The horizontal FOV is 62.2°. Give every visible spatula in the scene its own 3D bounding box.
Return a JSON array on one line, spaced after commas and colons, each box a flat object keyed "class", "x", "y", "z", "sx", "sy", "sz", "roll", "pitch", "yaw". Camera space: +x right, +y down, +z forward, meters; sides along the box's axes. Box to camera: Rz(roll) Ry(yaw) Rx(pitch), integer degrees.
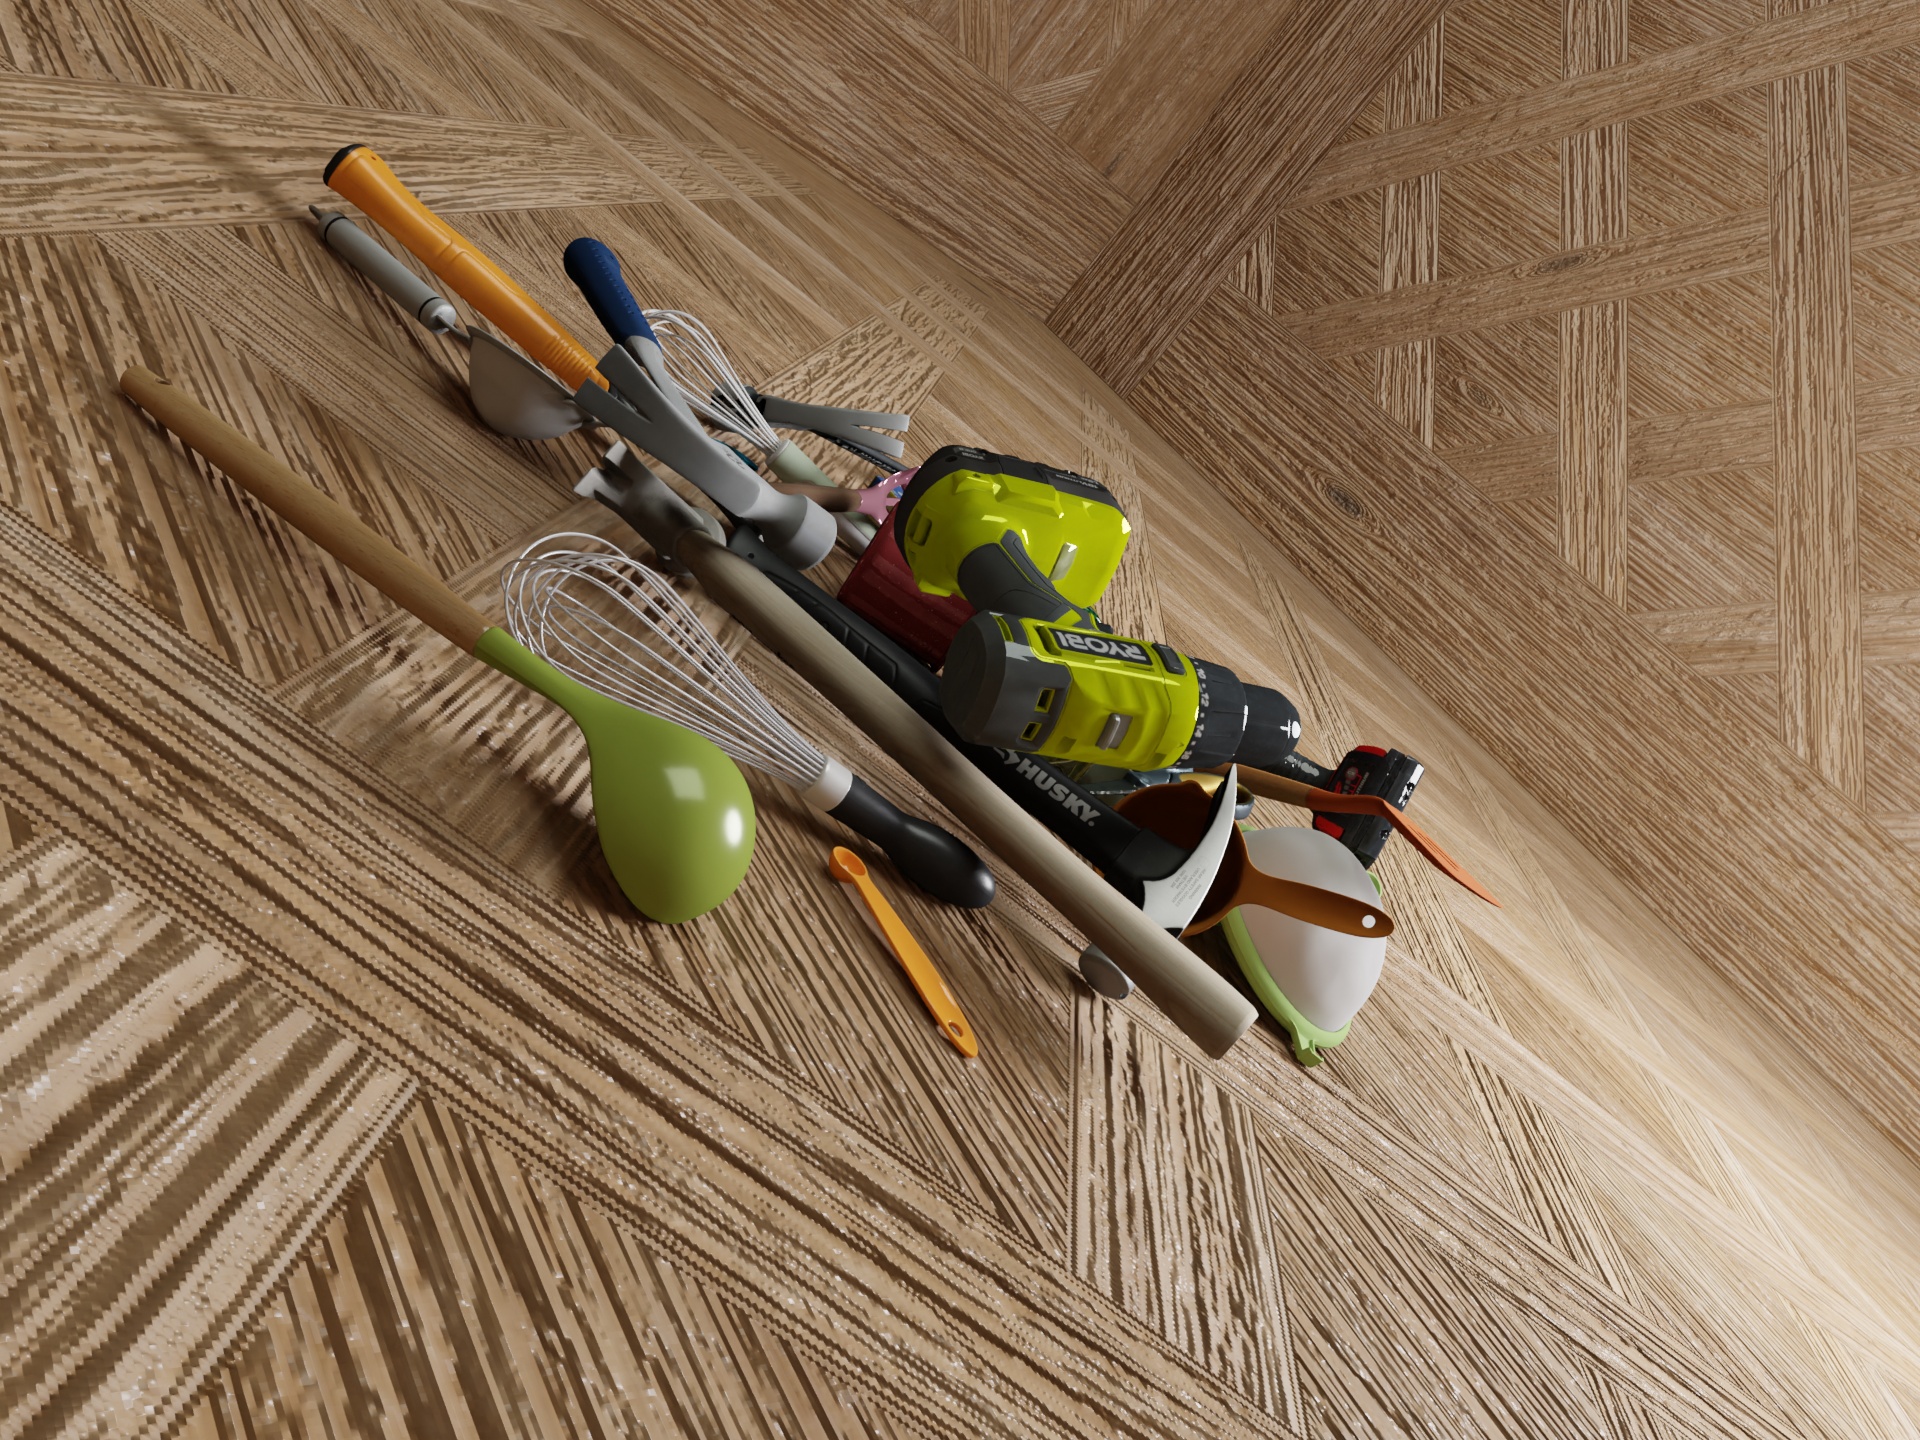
[{"class": "spatula", "x": 0.214, "y": 0.055, "z": 1.072, "sx": 0.323, "sy": 0.041, "sz": 0.081, "roll": 17, "pitch": -9, "yaw": 46}]

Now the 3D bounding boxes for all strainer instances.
[{"class": "strainer", "x": 0.250, "y": 0.118, "z": 1.032, "sx": 0.256, "sy": 0.069, "sz": 0.151, "roll": -8, "pitch": 70, "yaw": -59}, {"class": "strainer", "x": -0.289, "y": -0.220, "z": 0.891, "sx": 0.259, "sy": 0.050, "sz": 0.086, "roll": 40, "pitch": -6, "yaw": 20}]

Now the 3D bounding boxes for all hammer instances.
[{"class": "hammer", "x": -0.022, "y": 0.013, "z": 0.773, "sx": 0.411, "sy": 0.038, "sz": 0.146, "roll": 41, "pitch": -1, "yaw": 13}, {"class": "hammer", "x": -0.001, "y": -0.003, "z": 0.872, "sx": 0.335, "sy": 0.035, "sz": 0.146, "roll": 37, "pitch": 59, "yaw": 12}, {"class": "hammer", "x": -0.186, "y": -0.216, "z": 0.926, "sx": 0.144, "sy": 0.035, "sz": 0.406, "roll": 36, "pitch": 11, "yaw": -36}, {"class": "hammer", "x": -0.239, "y": -0.215, "z": 0.951, "sx": 0.336, "sy": 0.034, "sz": 0.127, "roll": 41, "pitch": 16, "yaw": -12}, {"class": "hammer", "x": -0.037, "y": -0.202, "z": 1.308, "sx": 0.149, "sy": 0.036, "sz": 0.408, "roll": 13, "pitch": 1, "yaw": 24}]

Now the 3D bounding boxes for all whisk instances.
[{"class": "whisk", "x": -0.134, "y": -0.193, "z": 1.113, "sx": 0.246, "sy": 0.058, "sz": 0.059, "roll": 43, "pitch": 41, "yaw": -19}, {"class": "whisk", "x": -0.085, "y": 0.011, "z": 0.720, "sx": 0.284, "sy": 0.070, "sz": 0.070, "roll": 37, "pitch": 17, "yaw": -27}]

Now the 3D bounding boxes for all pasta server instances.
[{"class": "pasta server", "x": -0.075, "y": -0.144, "z": 1.040, "sx": 0.040, "sy": 0.060, "sz": 0.316, "roll": 9, "pitch": 9, "yaw": 18}]

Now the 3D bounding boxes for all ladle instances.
[{"class": "ladle", "x": -0.210, "y": -0.035, "z": 0.617, "sx": 0.320, "sy": 0.062, "sz": 0.078, "roll": 36, "pitch": 18, "yaw": 8}]

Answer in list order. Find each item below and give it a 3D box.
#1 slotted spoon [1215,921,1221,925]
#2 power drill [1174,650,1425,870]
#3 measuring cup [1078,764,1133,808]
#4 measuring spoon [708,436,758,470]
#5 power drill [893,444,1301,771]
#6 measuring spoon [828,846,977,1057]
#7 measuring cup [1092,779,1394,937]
[{"class": "slotted spoon", "x": 0.054, "y": 0.047, "z": 0.969, "sx": 0.313, "sy": 0.031, "sz": 0.070, "roll": 32, "pitch": 23, "yaw": -19}, {"class": "power drill", "x": 0.219, "y": 0.018, "z": 1.172, "sx": 0.227, "sy": 0.080, "sz": 0.187, "roll": 29, "pitch": -5, "yaw": 14}, {"class": "measuring cup", "x": 0.136, "y": 0.067, "z": 1.074, "sx": 0.168, "sy": 0.038, "sz": 0.083, "roll": 47, "pitch": 18, "yaw": 15}, {"class": "measuring spoon", "x": -0.168, "y": -0.179, "z": 1.089, "sx": 0.042, "sy": 0.021, "sz": 0.128, "roll": 44, "pitch": 8, "yaw": 8}, {"class": "power drill", "x": 0.066, "y": -0.054, "z": 0.858, "sx": 0.190, "sy": 0.080, "sz": 0.229, "roll": 9, "pitch": 32, "yaw": -24}, {"class": "measuring spoon", "x": -0.027, "y": 0.102, "z": 0.697, "sx": 0.021, "sy": 0.011, "sz": 0.117, "roll": 14, "pitch": 35, "yaw": -56}, {"class": "measuring cup", "x": 0.162, "y": 0.092, "z": 0.918, "sx": 0.173, "sy": 0.095, "sz": 0.052, "roll": 17, "pitch": 1, "yaw": 7}]
